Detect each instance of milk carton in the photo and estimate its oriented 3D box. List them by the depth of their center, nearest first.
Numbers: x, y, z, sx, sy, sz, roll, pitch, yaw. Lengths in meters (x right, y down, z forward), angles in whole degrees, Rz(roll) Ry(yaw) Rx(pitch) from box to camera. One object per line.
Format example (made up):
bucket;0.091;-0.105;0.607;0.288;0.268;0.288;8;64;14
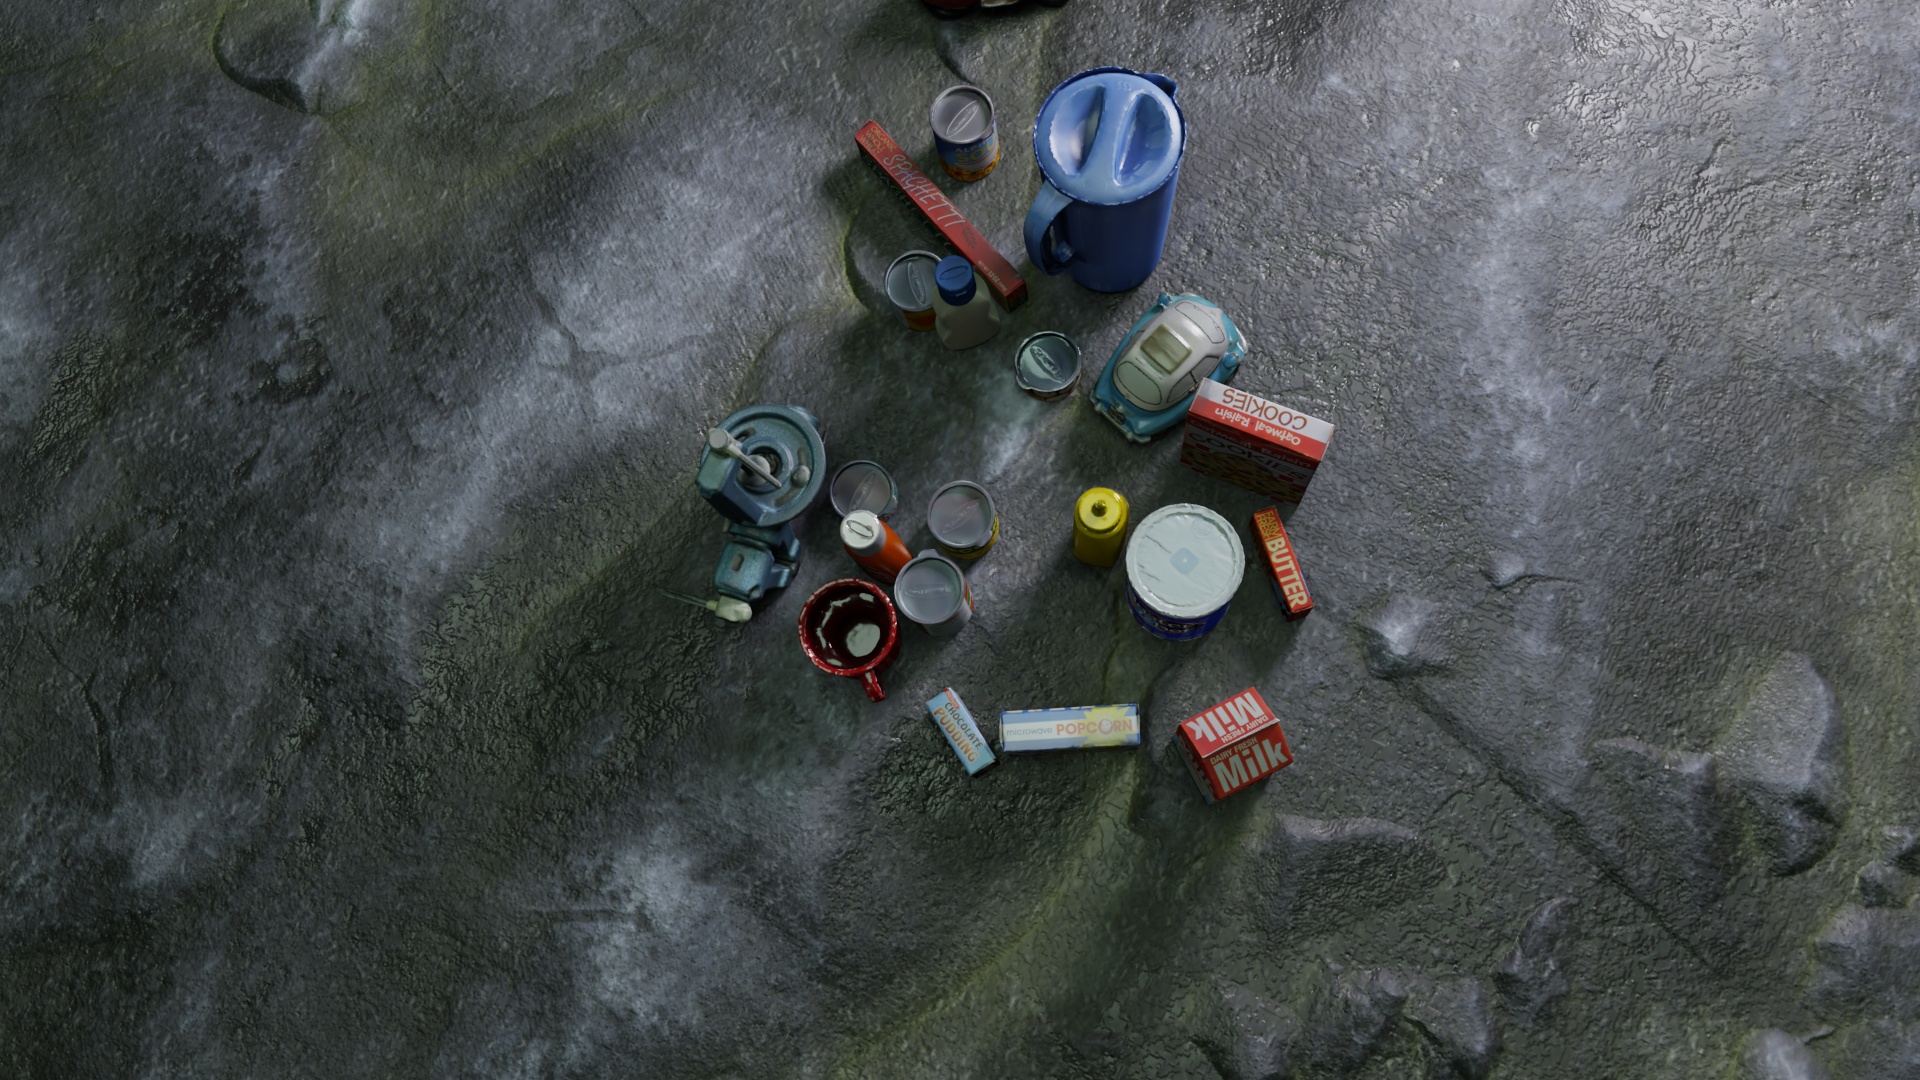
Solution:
milk carton;0.236;0.181;1.212;0.072;0.190;0.073;-27;76;0

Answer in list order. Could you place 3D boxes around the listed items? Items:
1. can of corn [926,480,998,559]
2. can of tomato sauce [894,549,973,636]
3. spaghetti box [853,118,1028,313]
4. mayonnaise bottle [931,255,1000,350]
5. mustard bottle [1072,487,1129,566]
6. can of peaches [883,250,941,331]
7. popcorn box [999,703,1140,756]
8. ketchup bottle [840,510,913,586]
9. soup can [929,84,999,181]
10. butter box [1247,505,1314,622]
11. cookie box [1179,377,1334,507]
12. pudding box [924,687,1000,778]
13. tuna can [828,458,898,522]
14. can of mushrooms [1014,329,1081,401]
can of corn;0.005;-0.017;1.352;0.071;0.058;0.071;-1;77;6
can of tomato sauce;-0.025;0.052;1.326;0.071;0.083;0.071;-1;77;6
spaghetti box;-0.021;-0.336;1.436;0.029;0.050;0.250;-40;76;-4
mayonnaise bottle;0.002;-0.232;1.358;0.065;0.148;0.041;-21;76;1
mustard bottle;0.130;-0.019;1.287;0.049;0.160;0.065;14;79;9
can of peaches;-0.039;-0.254;1.414;0.071;0.058;0.071;-1;77;6
popcorn box;0.102;0.176;1.282;0.127;0.085;0.038;-4;77;5
ketchup bottle;-0.082;0.005;1.310;0.065;0.148;0.043;28;82;12
soup can;0.007;-0.418;1.435;0.071;0.083;0.071;-1;77;6
butter box;0.302;0.023;1.314;0.024;0.053;0.103;-19;75;2
cookie box;0.269;-0.087;1.284;0.123;0.167;0.040;21;80;11
pudding box;0.003;0.181;1.309;0.030;0.049;0.084;-33;76;-2
tuna can;-0.094;-0.045;1.383;0.071;0.032;0.071;-1;77;6
can of mushrooms;0.086;-0.174;1.394;0.071;0.033;0.071;-1;77;6
